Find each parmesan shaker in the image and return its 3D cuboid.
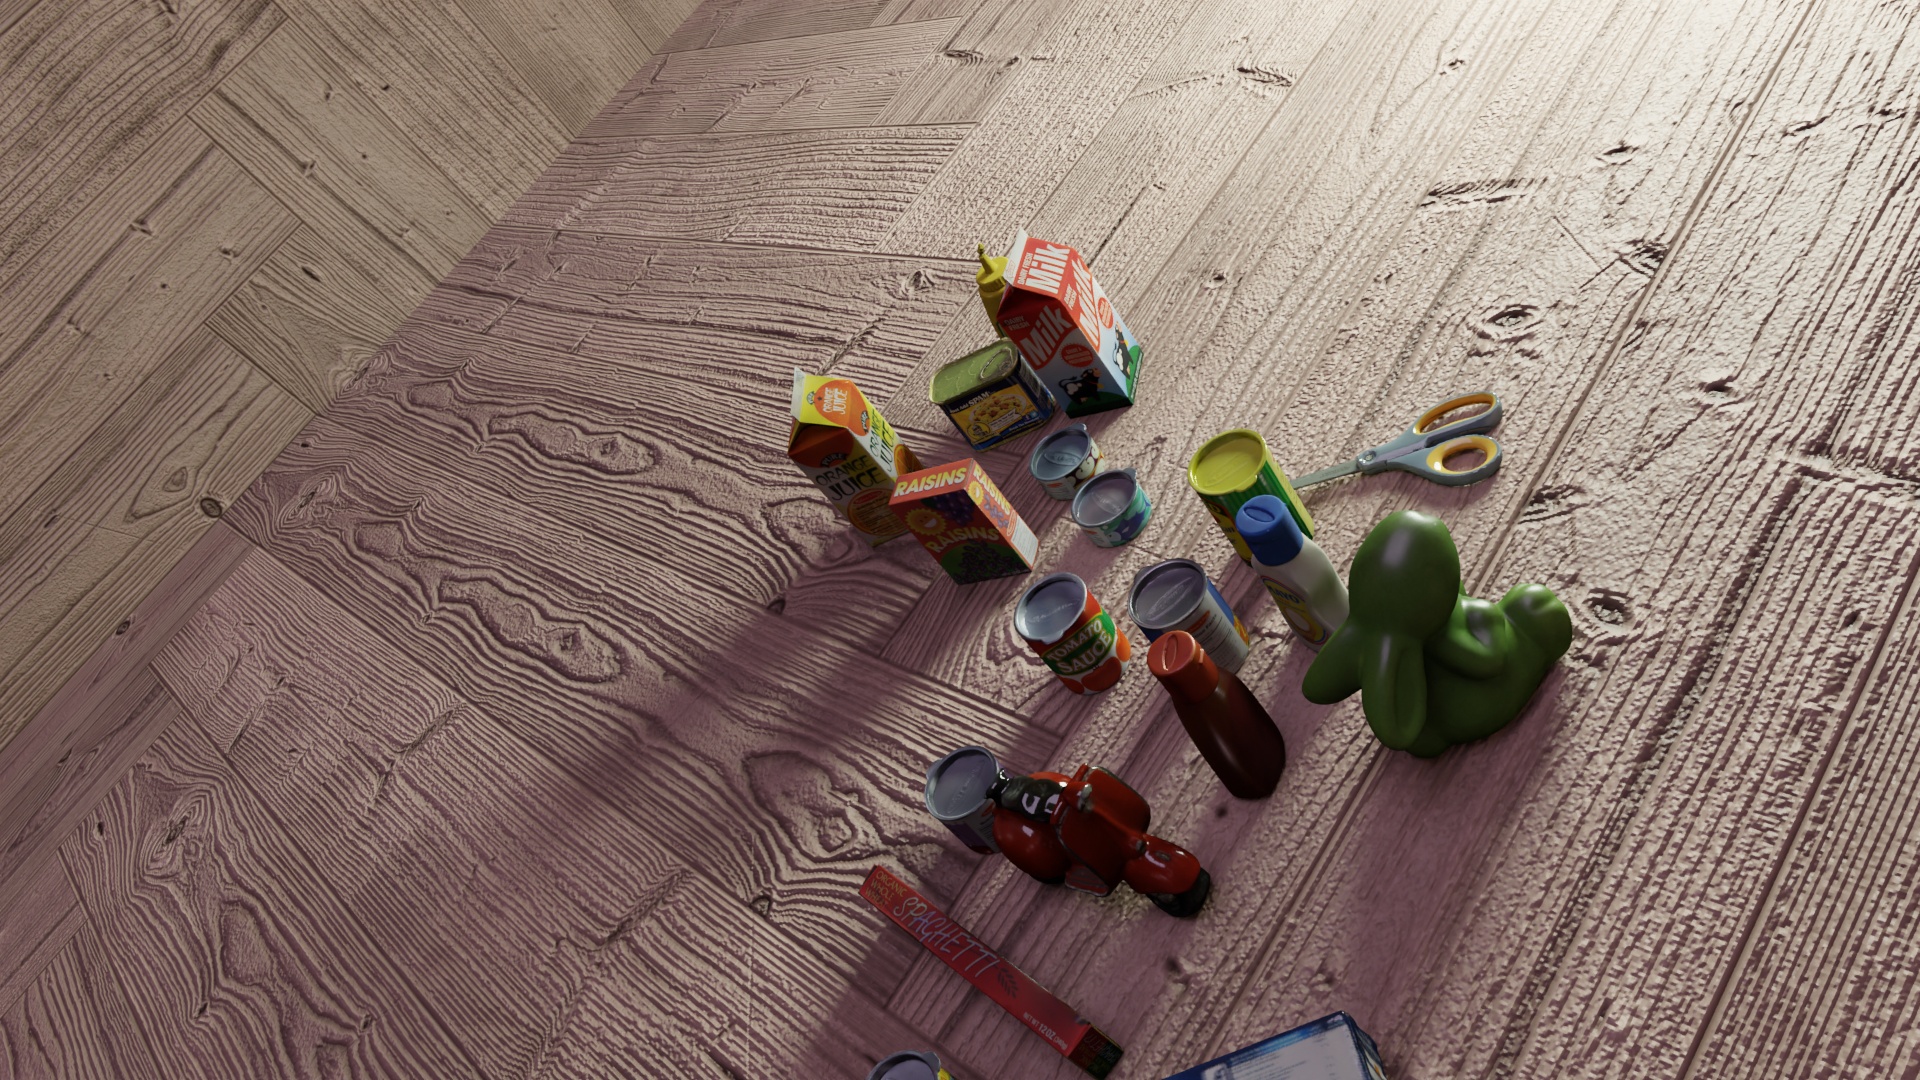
[{"bbox_3d":[0.232,-0.029,1.101,0.071,0.102,0.072,-23,41,22],"label":"parmesan shaker"}]

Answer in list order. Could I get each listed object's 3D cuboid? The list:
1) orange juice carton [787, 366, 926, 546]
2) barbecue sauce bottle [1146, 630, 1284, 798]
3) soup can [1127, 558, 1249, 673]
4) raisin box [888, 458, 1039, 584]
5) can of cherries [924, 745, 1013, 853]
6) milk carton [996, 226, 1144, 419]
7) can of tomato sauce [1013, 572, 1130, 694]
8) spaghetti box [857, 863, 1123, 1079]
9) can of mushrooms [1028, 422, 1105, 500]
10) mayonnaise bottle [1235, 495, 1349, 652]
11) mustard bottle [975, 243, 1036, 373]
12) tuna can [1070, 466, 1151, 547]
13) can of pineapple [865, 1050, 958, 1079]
[{"bbox_3d":[-0.109,-0.087,1.372,0.073,0.192,0.072,-23,41,22],"label":"orange juice carton"},{"bbox_3d":[0.178,0.118,0.964,0.043,0.148,0.065,-11,46,33],"label":"barbecue sauce bottle"},{"bbox_3d":[0.176,0.063,1.074,0.071,0.083,0.072,-23,41,22],"label":"soup can"},{"bbox_3d":[0.005,-0.016,1.263,0.086,0.123,0.040,-11,47,33],"label":"raisin box"},{"bbox_3d":[0.013,0.203,1.092,0.071,0.058,0.072,-23,41,22],"label":"can of cherries"},{"bbox_3d":[0.097,-0.208,1.321,0.073,0.190,0.073,-11,47,33],"label":"milk carton"},{"bbox_3d":[0.093,0.078,1.129,0.071,0.083,0.071,-23,41,22],"label":"can of tomato sauce"},{"bbox_3d":[0.014,0.304,0.998,0.250,0.050,0.029,22,69,49],"label":"spaghetti box"},{"bbox_3d":[0.102,-0.074,1.312,0.071,0.033,0.071,-23,41,22],"label":"can of mushrooms"},{"bbox_3d":[0.243,0.026,1.001,0.041,0.147,0.065,-49,38,-11],"label":"mayonnaise bottle"},{"bbox_3d":[0.055,-0.239,1.411,0.065,0.159,0.049,-17,44,28],"label":"mustard bottle"},{"bbox_3d":[0.137,-0.030,1.240,0.071,0.032,0.071,-23,41,22],"label":"tuna can"},{"bbox_3d":[-0.026,0.388,0.942,0.071,0.057,0.071,-23,41,22],"label":"can of pineapple"}]
